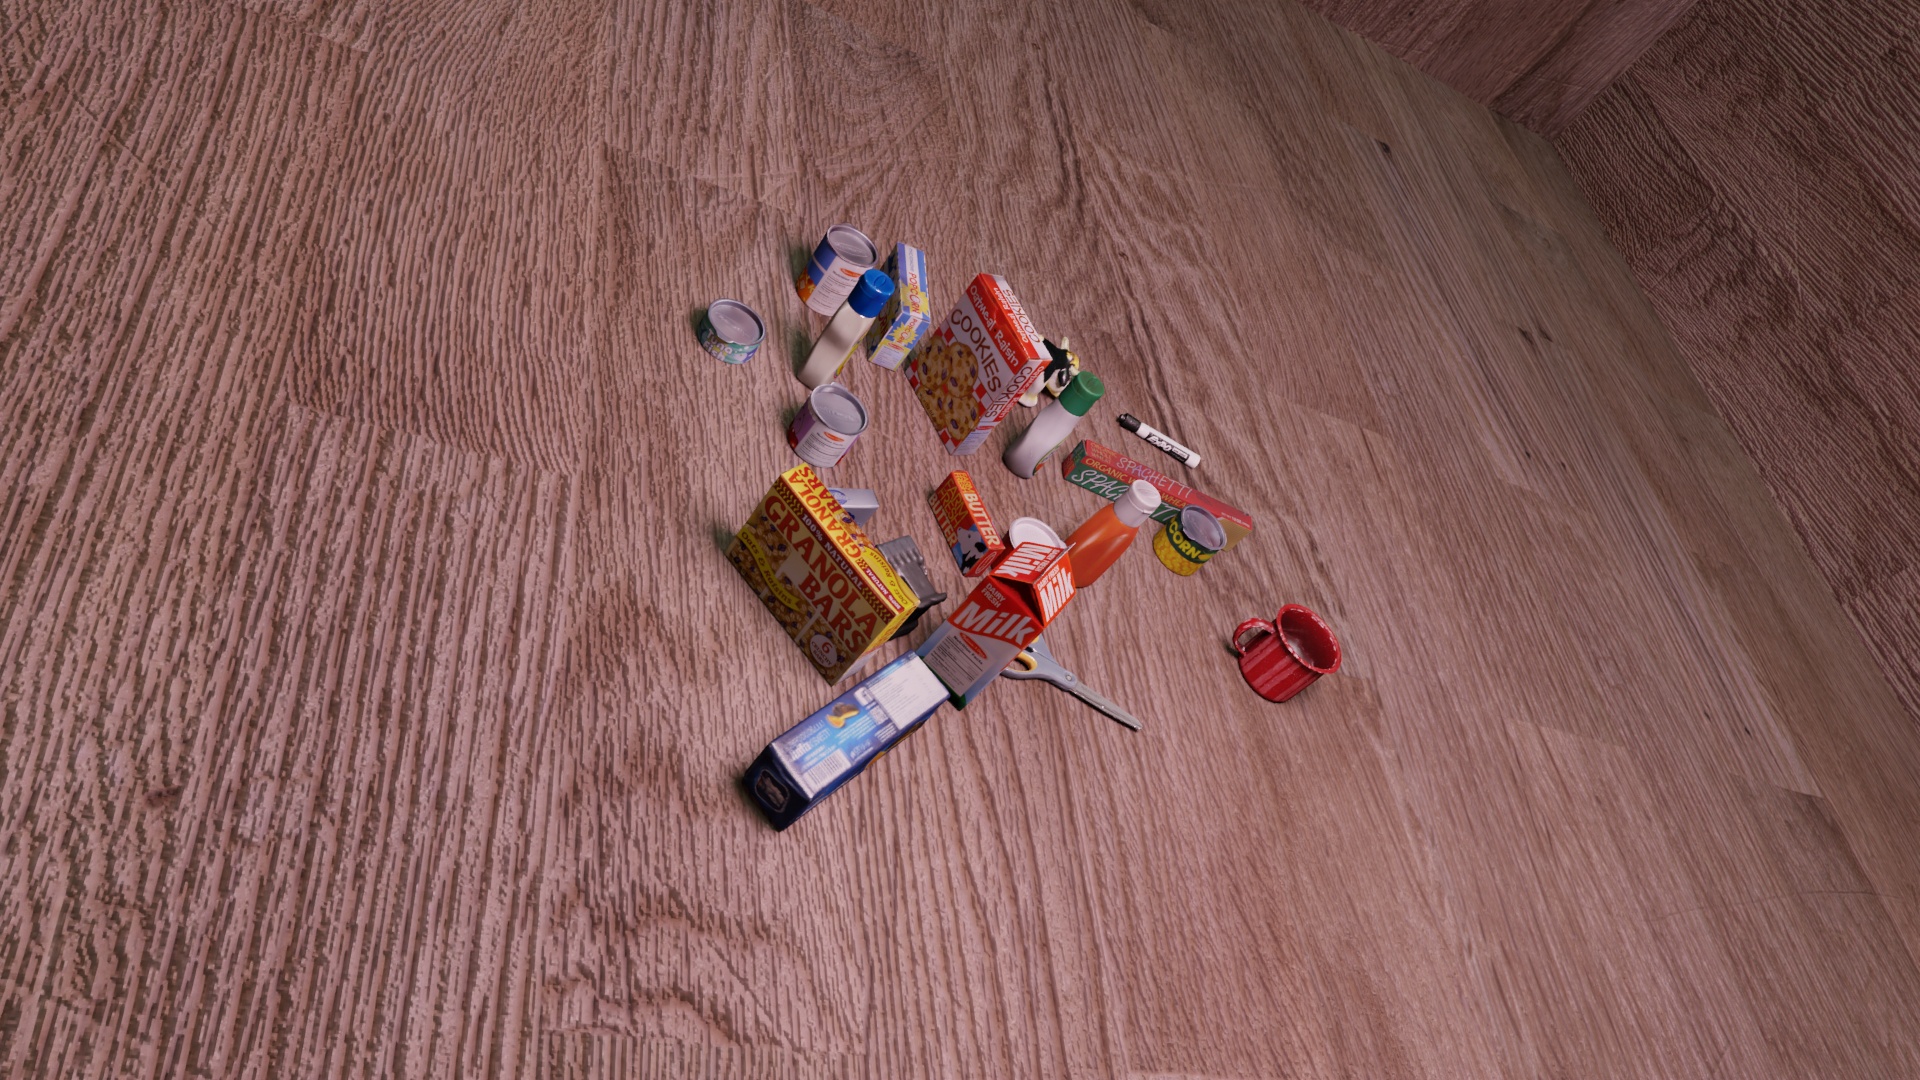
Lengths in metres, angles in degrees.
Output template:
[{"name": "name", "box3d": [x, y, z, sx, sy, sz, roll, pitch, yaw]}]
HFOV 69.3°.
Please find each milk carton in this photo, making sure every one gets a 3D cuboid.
[{"name": "milk carton", "box3d": [0.039, 0.070, 1.298, 0.073, 0.189, 0.073, 44, 40, 3]}]

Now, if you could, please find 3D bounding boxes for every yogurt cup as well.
[{"name": "yogurt cup", "box3d": [0.068, 0.017, 1.476, 0.072, 0.053, 0.073, 22, 44, -22]}]

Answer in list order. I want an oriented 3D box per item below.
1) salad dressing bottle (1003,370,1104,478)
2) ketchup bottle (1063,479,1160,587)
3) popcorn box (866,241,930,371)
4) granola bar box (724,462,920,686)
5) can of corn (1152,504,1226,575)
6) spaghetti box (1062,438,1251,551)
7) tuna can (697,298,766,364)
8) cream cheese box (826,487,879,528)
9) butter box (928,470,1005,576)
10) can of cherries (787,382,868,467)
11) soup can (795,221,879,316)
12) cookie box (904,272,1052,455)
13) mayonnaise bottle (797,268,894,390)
[{"name": "salad dressing bottle", "box3d": [0.106, -0.131, 1.565, 0.044, 0.147, 0.064, 42, 40, 0]}, {"name": "ketchup bottle", "box3d": [0.158, -0.007, 1.494, 0.065, 0.148, 0.044, 7, 51, -34]}, {"name": "popcorn box", "box3d": [-0.073, -0.270, 1.598, 0.038, 0.084, 0.127, 18, 45, -26]}, {"name": "granola bar box", "box3d": [-0.128, 0.032, 1.252, 0.166, 0.123, 0.039, 50, 40, 10]}, {"name": "can of corn", "box3d": [0.269, 0.001, 1.646, 0.071, 0.058, 0.071, 22, 44, -22]}, {"name": "spaghetti box", "box3d": [0.239, -0.053, 1.676, 0.250, 0.050, 0.029, 23, 43, -21]}, {"name": "tuna can", "box3d": [-0.242, -0.218, 1.459, 0.071, 0.032, 0.071, 22, 44, -22]}, {"name": "cream cheese box", "box3d": [-0.136, -0.028, 1.355, 0.104, 0.053, 0.024, 1, 54, -38]}, {"name": "butter box", "box3d": [0.005, -0.018, 1.458, 0.024, 0.053, 0.104, -2, 56, -40]}, {"name": "can of cherries", "box3d": [-0.137, -0.119, 1.433, 0.071, 0.058, 0.072, 22, 44, -22]}, {"name": "soup can", "box3d": [-0.141, -0.309, 1.581, 0.071, 0.083, 0.072, 22, 44, -22]}, {"name": "cookie box", "box3d": [0.017, -0.193, 1.536, 0.040, 0.166, 0.123, -6, 59, -42]}, {"name": "mayonnaise bottle", "box3d": [-0.120, -0.223, 1.470, 0.041, 0.147, 0.065, 37, 40, -5]}]
